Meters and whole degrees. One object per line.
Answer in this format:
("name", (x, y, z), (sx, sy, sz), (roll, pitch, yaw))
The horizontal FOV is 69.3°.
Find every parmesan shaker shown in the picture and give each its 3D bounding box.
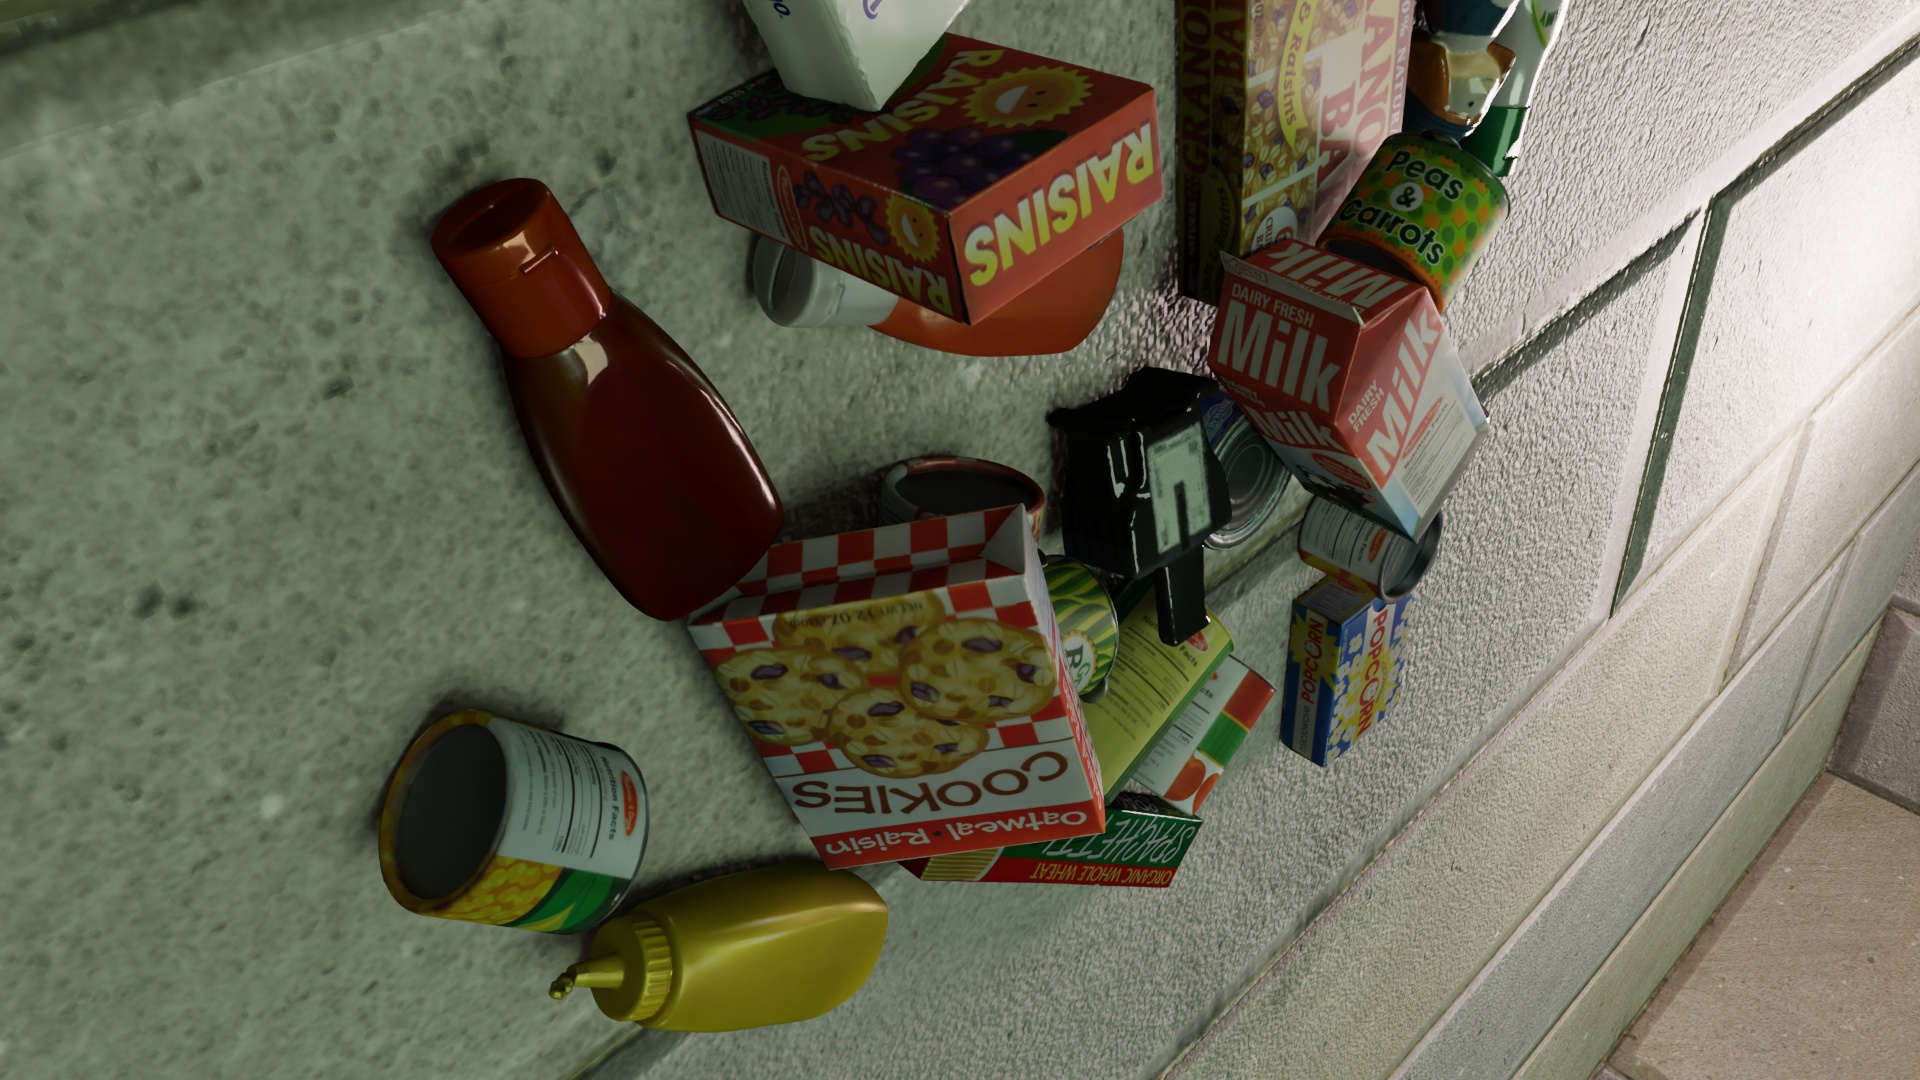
("parmesan shaker", (0.077, 0.071, 0.693), (0.103, 0.071, 0.071), (-49, 140, -12))

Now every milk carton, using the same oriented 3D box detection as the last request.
("milk carton", (0.179, -0.074, 0.643), (0.073, 0.072, 0.190), (-57, 144, -1))

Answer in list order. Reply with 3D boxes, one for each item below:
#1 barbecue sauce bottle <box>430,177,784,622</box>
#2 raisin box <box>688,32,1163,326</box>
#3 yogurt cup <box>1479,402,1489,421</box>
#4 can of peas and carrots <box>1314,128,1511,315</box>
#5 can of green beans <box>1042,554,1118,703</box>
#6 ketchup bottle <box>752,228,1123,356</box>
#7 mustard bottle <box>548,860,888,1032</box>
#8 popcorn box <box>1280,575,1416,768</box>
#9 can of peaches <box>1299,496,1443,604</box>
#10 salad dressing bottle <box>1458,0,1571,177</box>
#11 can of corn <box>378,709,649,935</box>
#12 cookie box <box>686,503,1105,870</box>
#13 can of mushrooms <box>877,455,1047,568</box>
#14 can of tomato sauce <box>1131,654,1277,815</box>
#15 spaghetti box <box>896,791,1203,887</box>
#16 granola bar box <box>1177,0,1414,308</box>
("barbecue sauce bottle", (-0.109, -0.042, 0.434), (0.065, 0.044, 0.148), (-44, 138, -19))
("raisin box", (-0.012, -0.117, 0.426), (0.086, 0.123, 0.039), (-37, 136, -27))
("yogurt cup", (0.266, -0.063, 0.814), (0.072, 0.072, 0.053), (-12, 130, -43))
("can of peas and carrots", (0.203, -0.141, 0.627), (0.059, 0.071, 0.071), (-55, 141, -5))
("can of green beans", (0.026, 0.042, 0.615), (0.058, 0.071, 0.071), (-9, 120, -44))
("ketchup bottle", (-0.005, -0.098, 0.509), (0.149, 0.043, 0.064), (-10, 133, -43))
("mustard bottle", (-0.101, 0.169, 0.572), (0.160, 0.049, 0.065), (10, 105, -49))
("popcorn box", (0.253, 0.076, 0.908), (0.085, 0.038, 0.126), (-30, 133, -31))
("can of peaches", (0.247, -0.003, 0.835), (0.071, 0.058, 0.071), (-27, 131, -35))
("salad dressing bottle", (0.289, -0.266, 0.723), (0.064, 0.044, 0.147), (-21, 128, -39))
("can of corn", (-0.149, 0.095, 0.460), (0.058, 0.071, 0.071), (31, 89, -51))
("cookie box", (-0.018, 0.064, 0.546), (0.123, 0.040, 0.166), (-9, 135, 10))
("can of mushrooms", (0.002, -0.007, 0.556), (0.071, 0.071, 0.033), (-17, 124, -41))
("can of tomato sauce", (0.122, 0.098, 0.755), (0.083, 0.071, 0.071), (-56, 142, -3))
("spaghetti box", (0.056, 0.158, 0.751), (0.250, 0.029, 0.050), (20, 99, -51))
("granola bar box", (0.151, -0.200, 0.619), (0.125, 0.039, 0.164), (-33, 135, -30))
